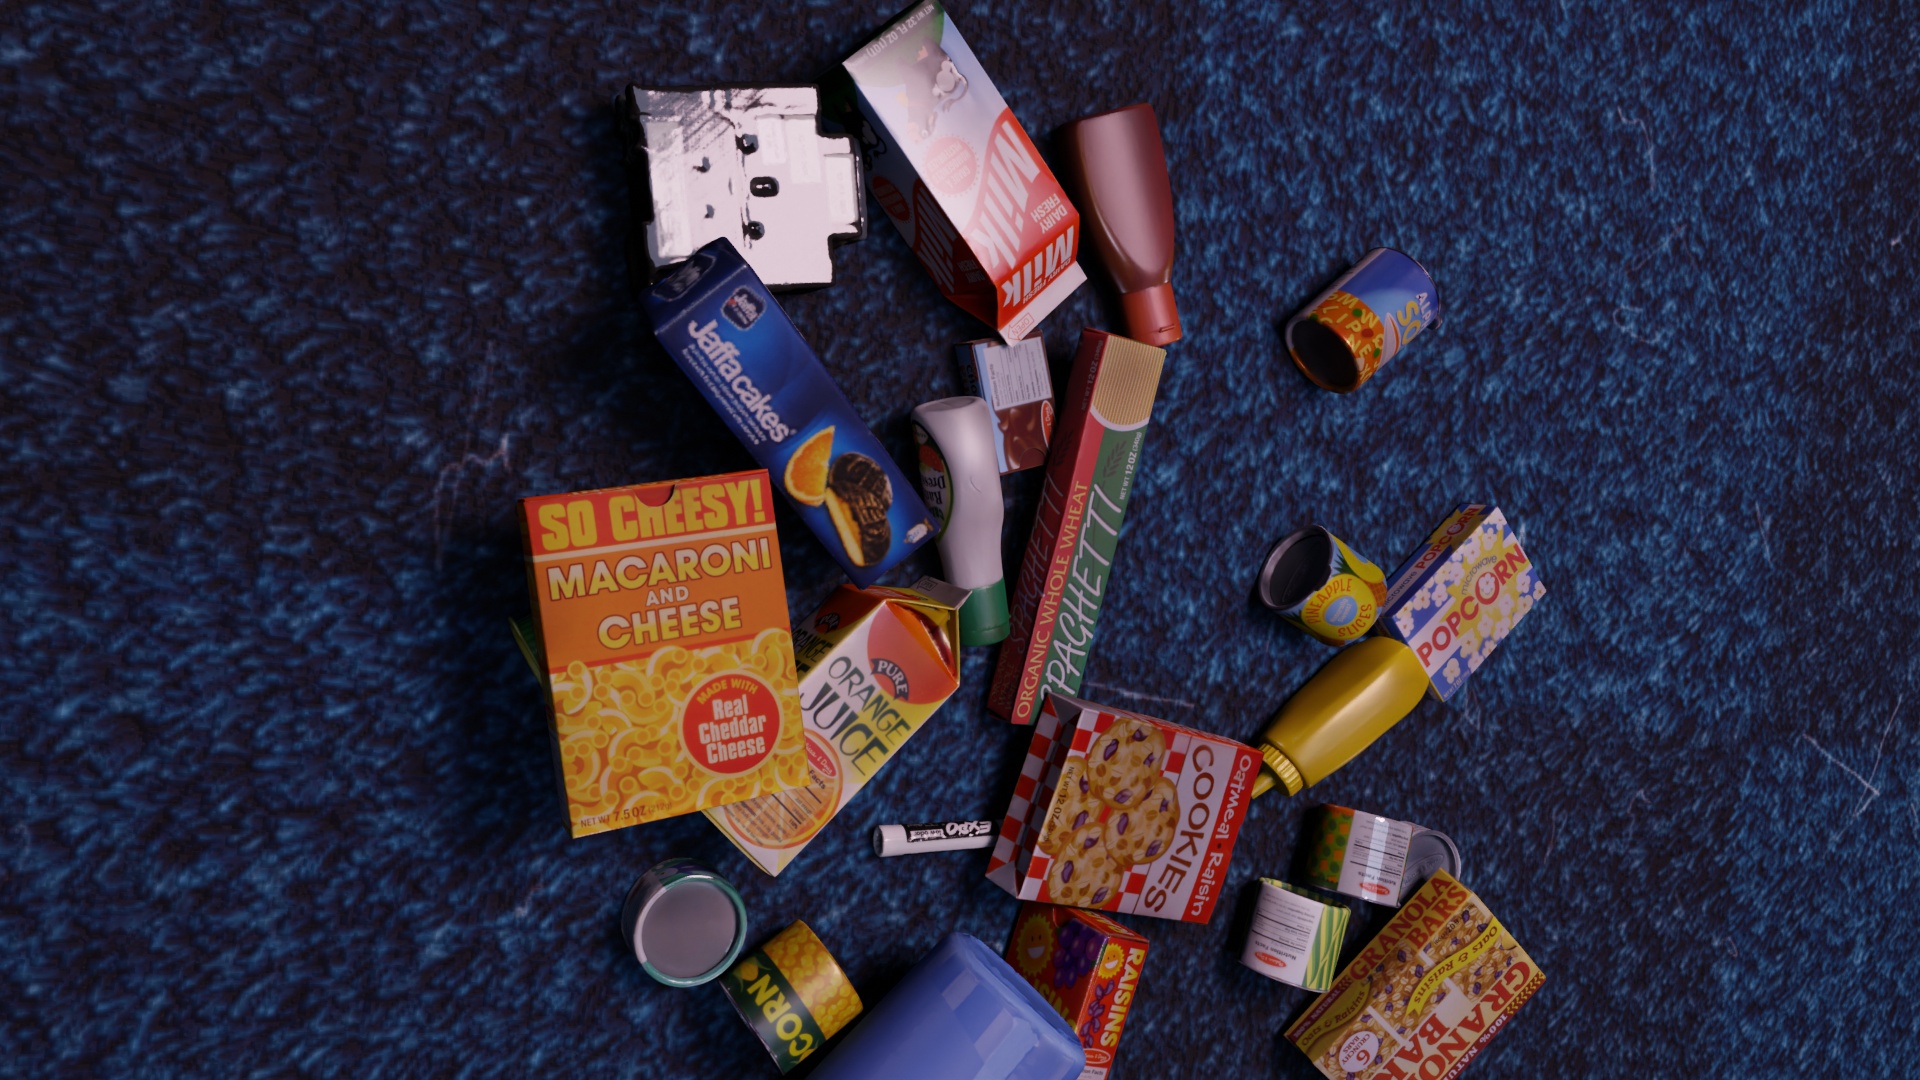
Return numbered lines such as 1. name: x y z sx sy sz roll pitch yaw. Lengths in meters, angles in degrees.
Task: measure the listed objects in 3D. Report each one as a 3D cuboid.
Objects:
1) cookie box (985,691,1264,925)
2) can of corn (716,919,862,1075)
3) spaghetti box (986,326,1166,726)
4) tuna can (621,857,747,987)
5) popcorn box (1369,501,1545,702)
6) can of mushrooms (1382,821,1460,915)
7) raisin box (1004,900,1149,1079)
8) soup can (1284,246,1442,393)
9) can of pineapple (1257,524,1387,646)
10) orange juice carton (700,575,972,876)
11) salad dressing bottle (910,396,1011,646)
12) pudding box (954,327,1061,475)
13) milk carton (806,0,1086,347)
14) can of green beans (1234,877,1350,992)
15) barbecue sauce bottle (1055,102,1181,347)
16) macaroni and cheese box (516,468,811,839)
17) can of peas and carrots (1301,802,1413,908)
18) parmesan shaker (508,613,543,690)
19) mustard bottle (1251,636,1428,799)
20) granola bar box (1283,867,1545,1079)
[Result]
1. cookie box: 0.110 0.175 0.889 0.167 0.040 0.123 18 90 -35
2. can of corn: -0.097 0.262 0.800 0.058 0.071 0.071 -34 107 -20
3. spaghetti box: 0.071 -0.004 0.860 0.050 0.029 0.249 9 99 -35
4. tuna can: -0.154 0.218 0.791 0.071 0.033 0.071 -2 95 -24
5. popcorn box: 0.360 0.044 1.016 0.127 0.038 0.085 -42 109 -17
6. can of mushrooms: 0.331 0.243 1.019 0.071 0.033 0.071 -2 94 -25
7. raisin box: 0.060 0.291 0.866 0.040 0.086 0.123 22 85 -32
8. soup can: 0.275 -0.148 0.945 0.084 0.071 0.071 -40 109 -17
9. can of pineapple: 0.247 0.032 0.945 0.058 0.071 0.071 31 81 -24
10. orange juice carton: -0.072 0.091 0.798 0.193 0.072 0.073 -45 111 -15
11. salad dressing bottle: 0.003 -0.010 0.834 0.044 0.064 0.147 -14 106 -20
12. pudding box: 0.030 -0.085 0.857 0.050 0.030 0.083 -16 100 -24
13. milk carton: 0.000 -0.209 0.810 0.072 0.073 0.190 -44 110 -16
14. can of green beans: 0.229 0.270 0.955 0.071 0.071 0.058 19 85 -25
15. barbecue sauce bottle: 0.107 -0.196 0.878 0.065 0.043 0.148 -20 102 -22
16. macaroni and cheese box: -0.148 0.053 0.703 0.124 0.040 0.166 -9 94 -24
17. can of peas and carrots: 0.277 0.220 0.975 0.071 0.071 0.059 19 80 -25
18. parmesan shaker: -0.180 0.047 0.747 0.103 0.071 0.071 -30 106 -20
19. mustard bottle: 0.249 0.131 0.959 0.160 0.065 0.048 -38 103 -12
20. granola bar box: 0.330 0.335 0.999 0.165 0.039 0.124 -46 117 -4
